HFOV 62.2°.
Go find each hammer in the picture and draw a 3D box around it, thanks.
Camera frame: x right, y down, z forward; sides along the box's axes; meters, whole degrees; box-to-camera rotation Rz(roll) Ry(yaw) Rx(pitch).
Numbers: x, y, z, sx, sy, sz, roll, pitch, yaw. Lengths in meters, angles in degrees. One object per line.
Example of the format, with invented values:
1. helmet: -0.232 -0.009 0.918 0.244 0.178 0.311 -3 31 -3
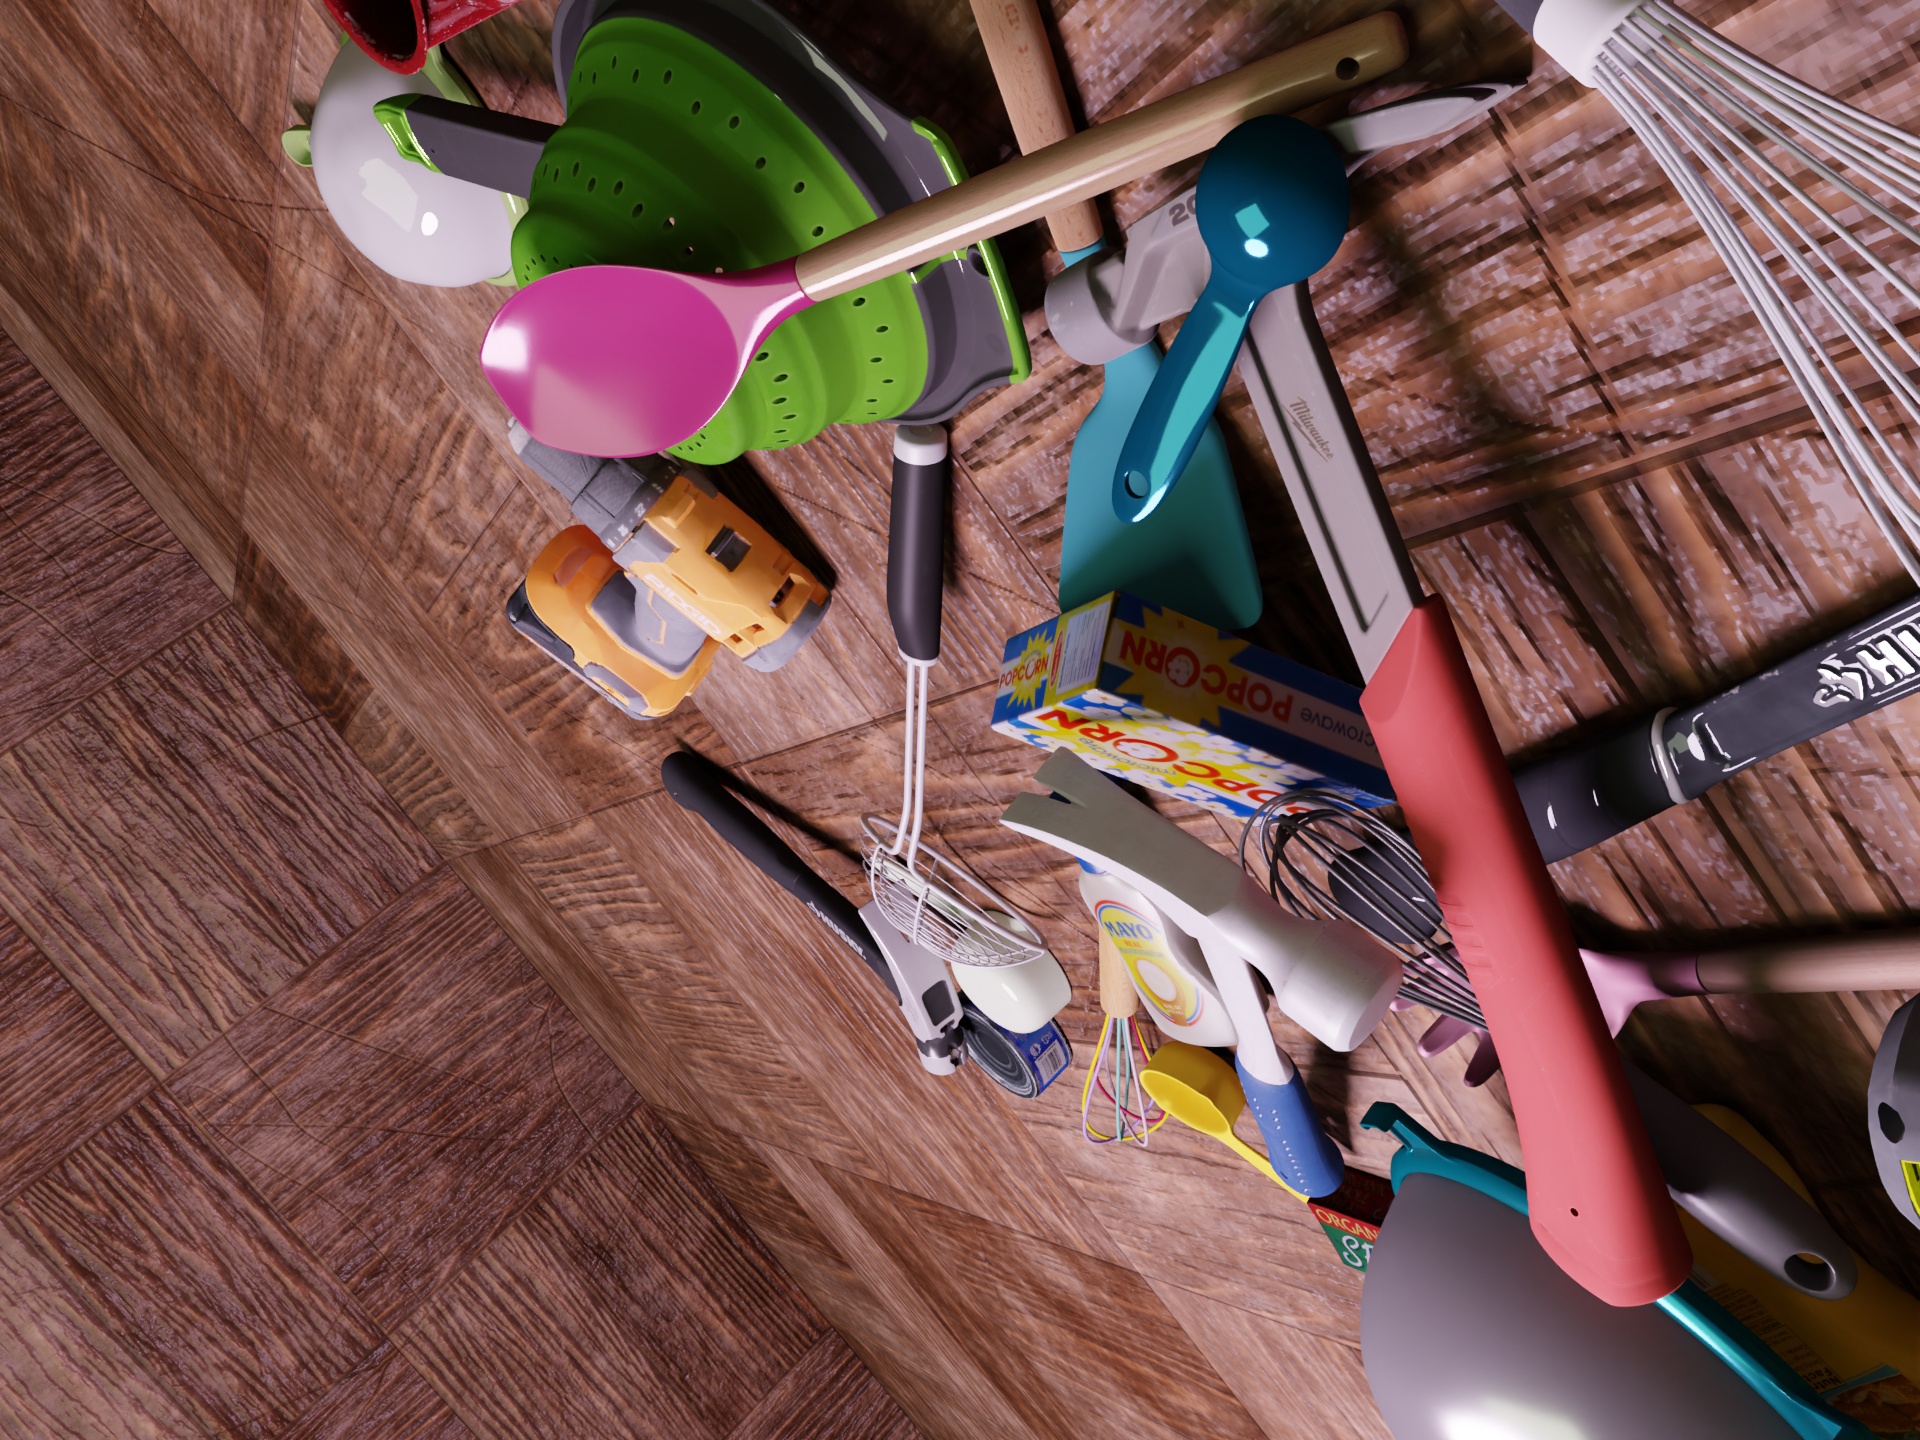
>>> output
1. hammer: 0.121 0.134 0.660 0.144 0.035 0.405 34 167 29
2. hammer: 0.148 0.011 0.460 0.149 0.037 0.359 -12 106 49
3. hammer: 0.210 0.001 0.448 0.149 0.036 0.408 48 156 4
4. hammer: -0.115 0.103 1.095 0.335 0.035 0.146 34 149 43

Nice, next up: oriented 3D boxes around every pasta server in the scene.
1. pasta server: 0.251 0.081 0.492 0.060 0.040 0.316 56 154 -4

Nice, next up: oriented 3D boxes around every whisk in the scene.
1. whisk: 0.147 -0.118 0.308 0.285 0.070 0.070 57 160 23
2. whisk: 0.093 0.168 0.888 0.047 0.051 0.244 14 139 19
3. whisk: 0.193 0.107 0.534 0.239 0.055 0.055 40 154 15

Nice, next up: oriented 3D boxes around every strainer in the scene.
1. strainer: 0.243 0.303 0.629 0.211 0.095 0.340 32 158 43
2. strainer: -0.331 -0.298 0.867 0.257 0.069 0.151 22 145 42

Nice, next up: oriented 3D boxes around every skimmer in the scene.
1. skimmer: -0.001 -0.003 0.801 0.127 0.090 0.363 37 143 31

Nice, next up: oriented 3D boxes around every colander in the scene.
1. colander: -0.154 -0.192 0.636 0.397 0.094 0.204 26 156 37

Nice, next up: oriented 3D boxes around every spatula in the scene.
1. spatula: 0.026 -0.169 0.495 0.082 0.044 0.317 4 130 38

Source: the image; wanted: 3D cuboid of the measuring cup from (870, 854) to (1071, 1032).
1. measuring cup: -0.006 0.137 0.995 0.168 0.038 0.083 31 150 30

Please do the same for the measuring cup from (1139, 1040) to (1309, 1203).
1. measuring cup: 0.168 0.229 0.872 0.156 0.029 0.062 37 156 -3

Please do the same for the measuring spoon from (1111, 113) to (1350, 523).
1. measuring spoon: 0.062 -0.100 0.428 0.042 0.021 0.128 42 137 19

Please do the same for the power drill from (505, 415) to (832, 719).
1. power drill: -0.188 -0.088 0.890 0.185 0.084 0.226 39 156 -16

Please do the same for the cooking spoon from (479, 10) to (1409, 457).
1. cooking spoon: -0.024 -0.140 0.475 0.319 0.017 0.068 -12 126 31

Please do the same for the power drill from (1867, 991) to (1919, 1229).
1. power drill: 0.354 0.163 0.386 0.190 0.080 0.228 -5 122 47
